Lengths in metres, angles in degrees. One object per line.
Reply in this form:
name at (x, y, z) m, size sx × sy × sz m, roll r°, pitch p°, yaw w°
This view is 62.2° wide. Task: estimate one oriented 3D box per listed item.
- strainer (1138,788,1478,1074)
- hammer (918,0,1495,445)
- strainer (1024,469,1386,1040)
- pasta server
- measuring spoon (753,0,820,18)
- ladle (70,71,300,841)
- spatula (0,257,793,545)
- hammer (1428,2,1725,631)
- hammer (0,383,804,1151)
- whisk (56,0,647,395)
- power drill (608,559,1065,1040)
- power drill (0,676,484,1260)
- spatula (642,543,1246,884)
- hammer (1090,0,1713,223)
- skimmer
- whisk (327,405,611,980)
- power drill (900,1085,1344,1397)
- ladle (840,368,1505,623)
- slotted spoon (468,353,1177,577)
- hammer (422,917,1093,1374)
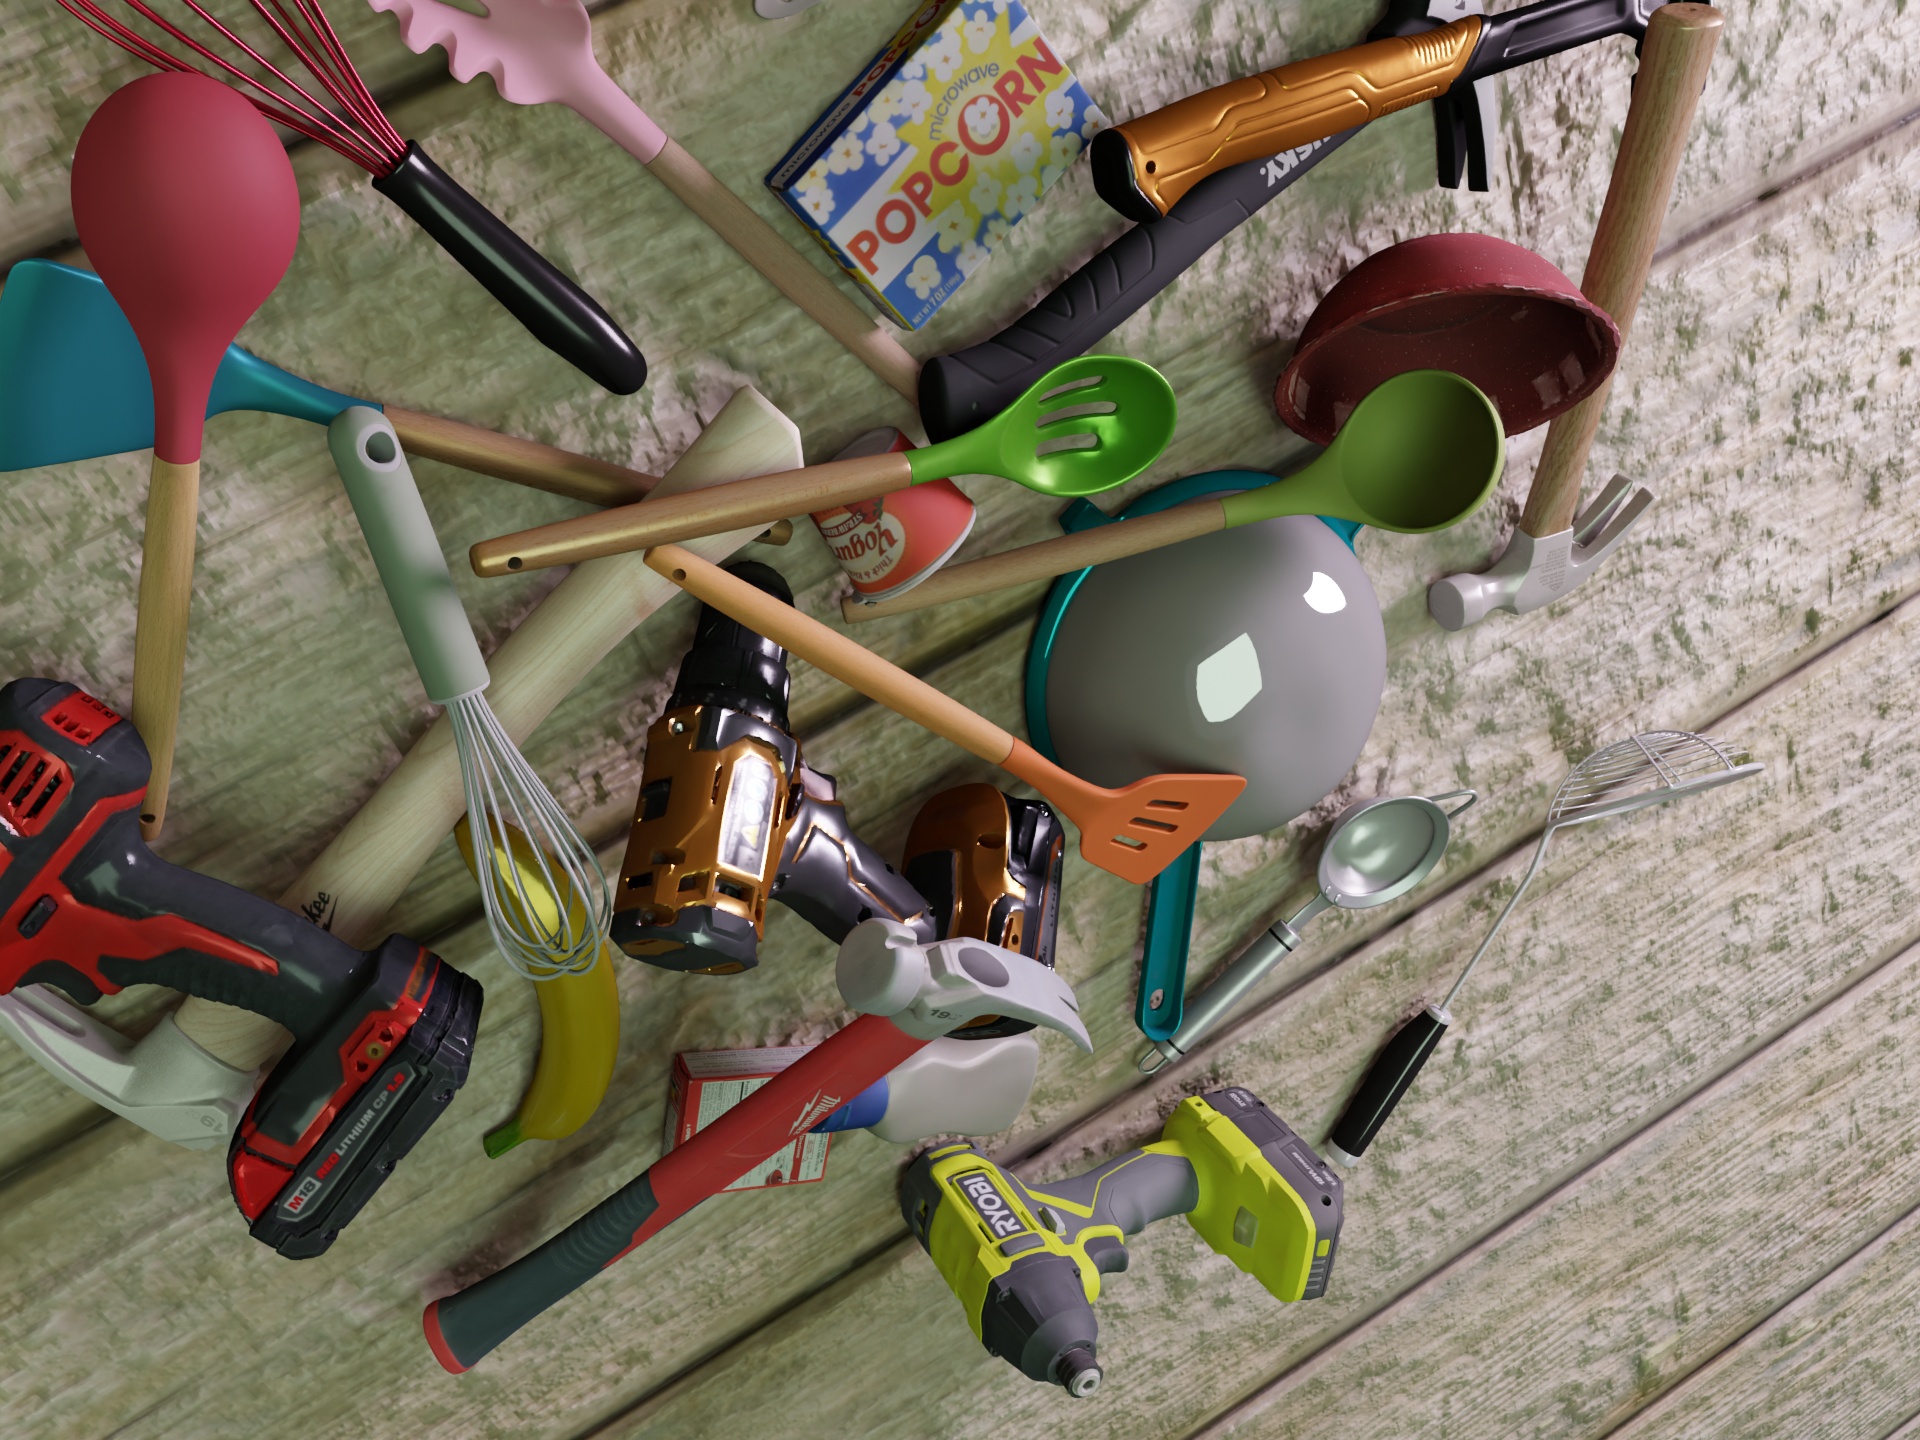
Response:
strainer at (0.198, 0.120, 0.948) m, size 0.258 × 0.050 × 0.086 m, roll -45°, pitch 128°, yaw 6°
hammer at (0.115, -0.230, 0.736) m, size 0.335 × 0.035 × 0.146 m, roll -40°, pitch 123°, yaw -8°
strainer at (0.142, 0.042, 0.850) m, size 0.211 × 0.095 × 0.340 m, roll -6°, pitch 114°, yaw -23°
pasta server at (-0.102, -0.212, 0.649) m, size 0.060 × 0.040 × 0.316 m, roll -46°, pitch 125°, yaw 11°
measuring spoon at (-0.033, -0.323, 0.647) m, size 0.124 × 0.018 × 0.034 m, roll -33°, pitch 125°, yaw 0°
ladle at (-0.293, -0.076, 0.588) m, size 0.069 × 0.031 × 0.315 m, roll 1°, pitch 127°, yaw -31°
spatula at (-0.209, -0.107, 0.643) m, size 0.317 × 0.044 × 0.082 m, roll 11°, pitch 118°, yaw -31°
hammer at (0.332, -0.196, 0.826) m, size 0.130 × 0.031 × 0.331 m, roll -18°, pitch 134°, yaw -20°
hammer at (-0.223, 0.013, 0.674) m, size 0.146 × 0.038 × 0.410 m, roll 41°, pitch 93°, yaw -22°
whisk at (-0.222, -0.217, 0.578) m, size 0.073 × 0.073 × 0.295 m, roll -47°, pitch 129°, yaw 1°
power drill at (-0.051, 0.044, 0.745) m, size 0.226 × 0.084 × 0.185 m, roll 27°, pitch 60°, yaw -39°
power drill at (-0.326, 0.116, 0.622) m, size 0.226 × 0.080 × 0.188 m, roll 39°, pitch 94°, yaw -18°
spatula at (-0.001, -0.002, 0.719) m, size 0.322 × 0.041 × 0.081 m, roll 30°, pitch 116°, yaw -26°
hammer at (0.205, -0.301, 0.712) m, size 0.337 × 0.034 × 0.127 m, roll -24°, pitch 120°, yaw -17°
skimmer at (0.363, 0.155, 1.012) m, size 0.363 × 0.090 × 0.127 m, roll -60°, pitch 154°, yaw 12°
whisk at (-0.197, -0.005, 0.634) m, size 0.058 × 0.059 × 0.246 m, roll -34°, pitch 115°, yaw -45°
power drill at (0.099, 0.293, 0.905) m, size 0.223 × 0.171 × 0.080 m, roll -7°, pitch 116°, yaw -26°
ladle at (0.099, -0.095, 0.747) m, size 0.320 × 0.062 × 0.078 m, roll -15°, pitch 79°, yaw -4°
slotted spoon at (-0.046, -0.101, 0.660) m, size 0.313 × 0.031 × 0.070 m, roll -17°, pitch 132°, yaw -25°
hammer at (-0.116, 0.217, 0.755) m, size 0.386 × 0.038 × 0.143 m, roll -39°, pitch 139°, yaw 25°
